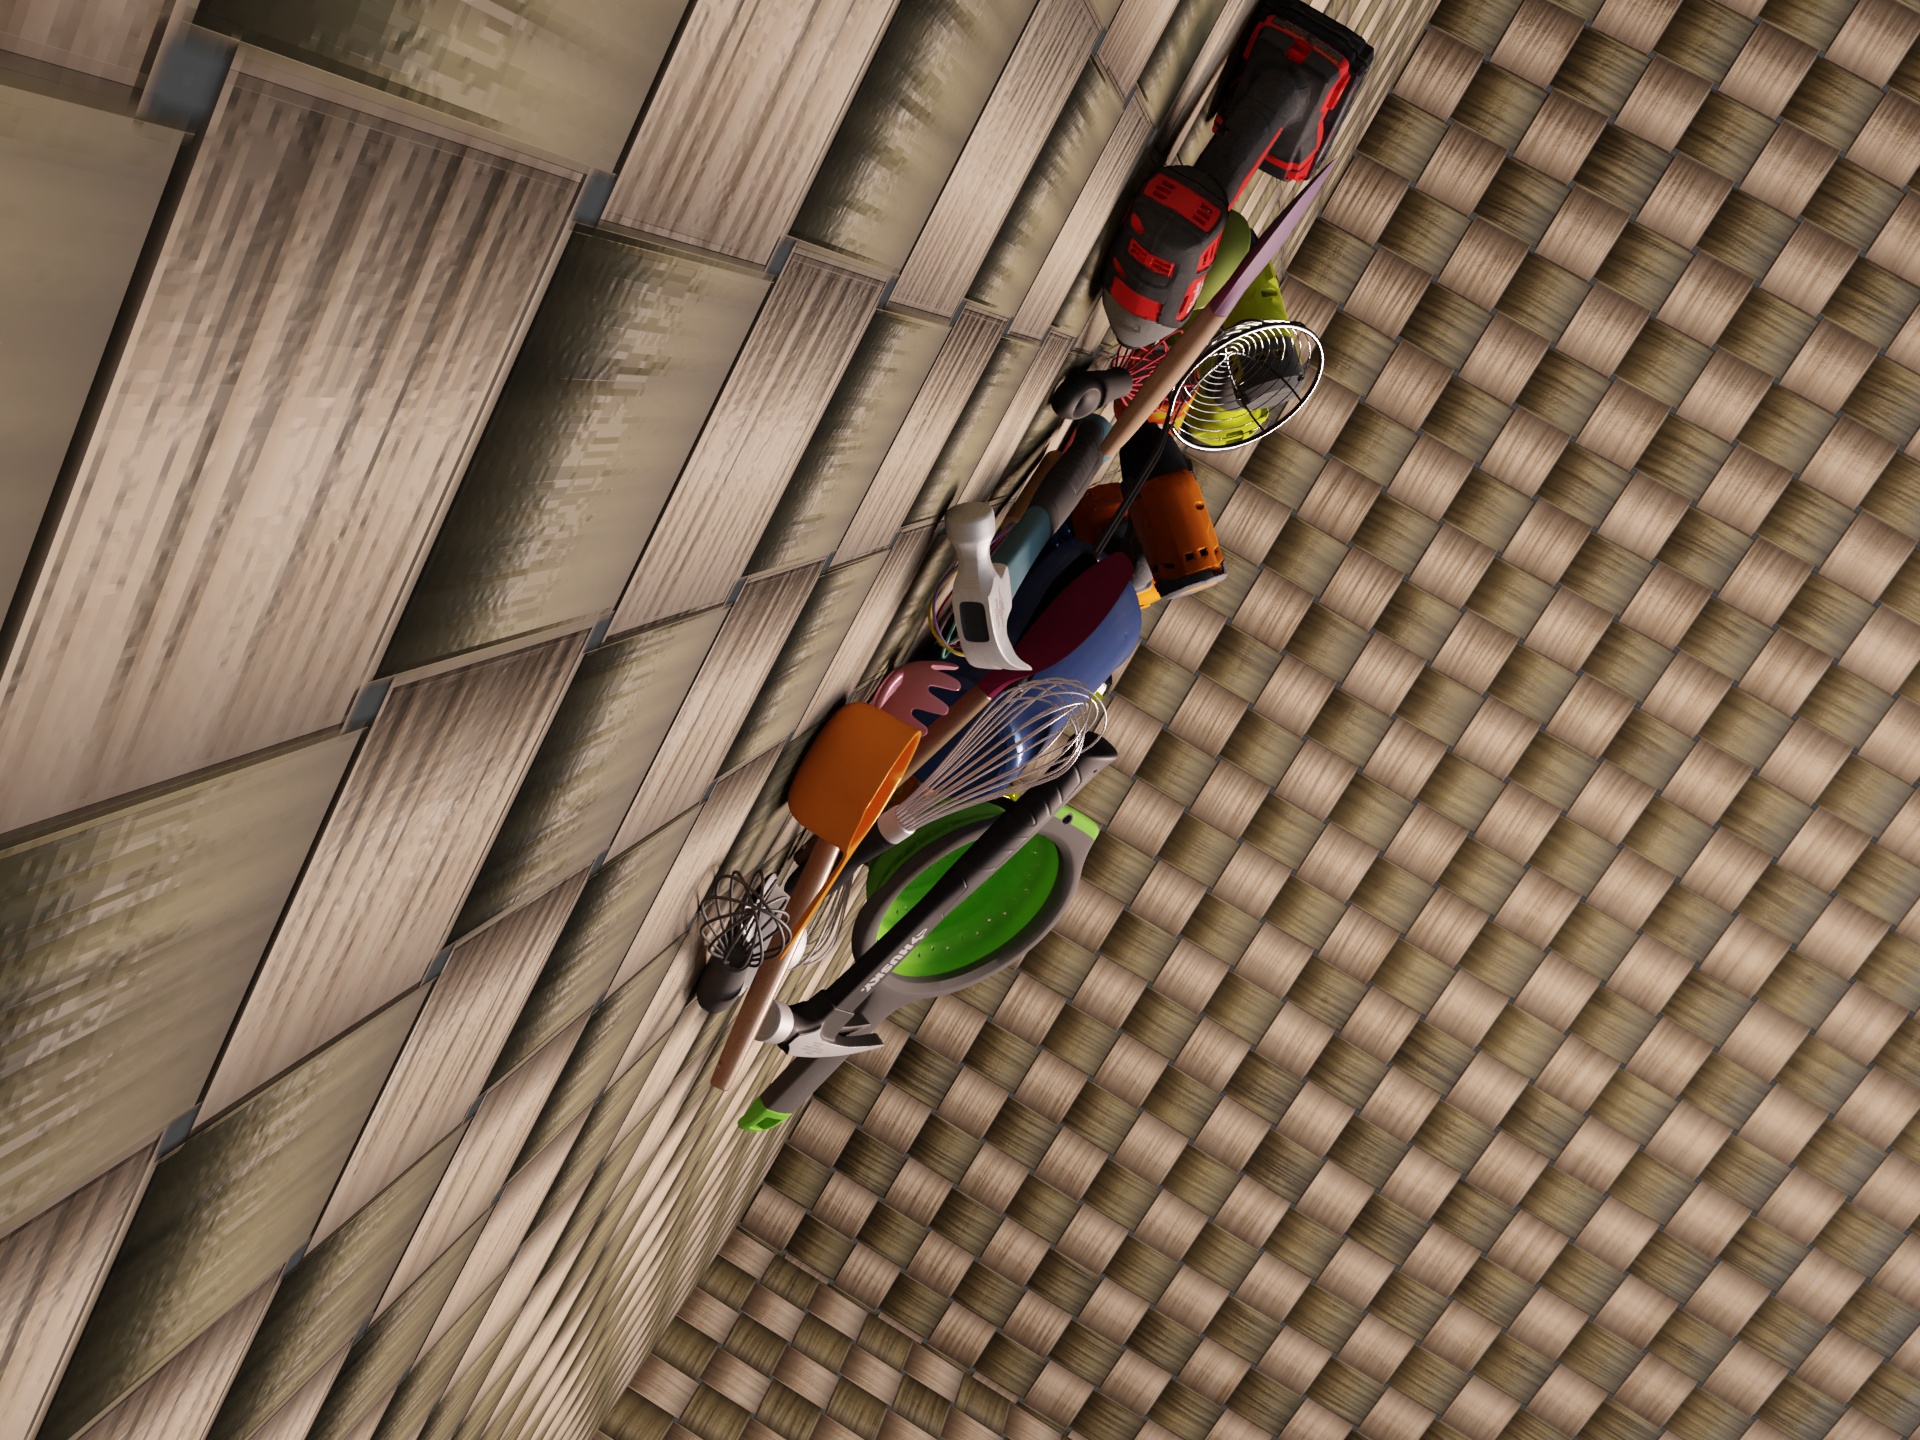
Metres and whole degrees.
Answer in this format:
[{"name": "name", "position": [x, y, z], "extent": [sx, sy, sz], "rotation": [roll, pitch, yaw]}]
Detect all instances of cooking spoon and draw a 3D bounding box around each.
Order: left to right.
[{"name": "cooking spoon", "position": [-0.002, -0.004, 1.102], "extent": [0.319, 0.017, 0.069], "rotation": [-43, -151, 13]}]

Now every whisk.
[{"name": "whisk", "position": [-0.141, 0.143, 0.968], "extent": [0.055, 0.055, 0.239], "rotation": [-57, 179, -28]}, {"name": "whisk", "position": [-0.081, 0.085, 1.252], "extent": [0.059, 0.057, 0.246], "rotation": [18, -101, 60]}, {"name": "whisk", "position": [-0.021, 0.054, 1.063], "extent": [0.284, 0.070, 0.070], "rotation": [-34, -172, 28]}, {"name": "whisk", "position": [0.034, -0.121, 1.134], "extent": [0.245, 0.047, 0.051], "rotation": [-60, 160, -44]}, {"name": "whisk", "position": [0.125, -0.257, 1.204], "extent": [0.073, 0.073, 0.296], "rotation": [-62, 169, 26]}]

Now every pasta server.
[{"name": "pasta server", "position": [-0.085, 0.095, 1.043], "extent": [0.060, 0.040, 0.316], "rotation": [1, -116, 61]}]

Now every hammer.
[{"name": "hammer", "position": [-0.008, 0.133, 1.202], "extent": [0.335, 0.035, 0.146], "rotation": [-45, 149, 7]}, {"name": "hammer", "position": [0.056, -0.140, 1.085], "extent": [0.331, 0.033, 0.128], "rotation": [-58, 147, -56]}]

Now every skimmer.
[{"name": "skimmer", "position": [0.151, -0.154, 1.173], "extent": [0.363, 0.090, 0.127], "rotation": [-57, 156, -21]}]

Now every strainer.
[{"name": "strainer", "position": [-0.141, 0.170, 1.154], "extent": [0.258, 0.050, 0.087], "rotation": [118, -10, -70]}]

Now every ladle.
[{"name": "ladle", "position": [0.180, -0.339, 1.269], "extent": [0.320, 0.062, 0.078], "rotation": [-31, 146, -86]}]

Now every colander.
[{"name": "colander", "position": [-0.064, 0.184, 1.325], "extent": [0.397, 0.095, 0.204], "rotation": [-47, 141, 13]}]

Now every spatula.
[{"name": "spatula", "position": [0.156, -0.252, 1.021], "extent": [0.060, 0.018, 0.316], "rotation": [-50, -179, -28]}]

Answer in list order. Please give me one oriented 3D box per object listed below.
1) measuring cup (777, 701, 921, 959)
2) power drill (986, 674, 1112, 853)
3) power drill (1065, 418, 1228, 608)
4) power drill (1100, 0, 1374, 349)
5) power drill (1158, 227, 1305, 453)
[{"name": "measuring cup", "position": [-0.088, 0.067, 0.981], "extent": [0.173, 0.052, 0.095], "rotation": [-59, 176, 14]}, {"name": "power drill", "position": [0.057, 0.028, 1.589], "extent": [0.080, 0.191, 0.228], "rotation": [35, 79, -42]}, {"name": "power drill", "position": [0.157, -0.181, 1.427], "extent": [0.084, 0.164, 0.226], "rotation": [-19, 180, -12]}, {"name": "power drill", "position": [0.162, -0.334, 0.999], "extent": [0.220, 0.078, 0.143], "rotation": [-55, 174, -20]}, {"name": "power drill", "position": [0.238, -0.339, 1.414], "extent": [0.080, 0.171, 0.223], "rotation": [-14, 173, -3]}]
